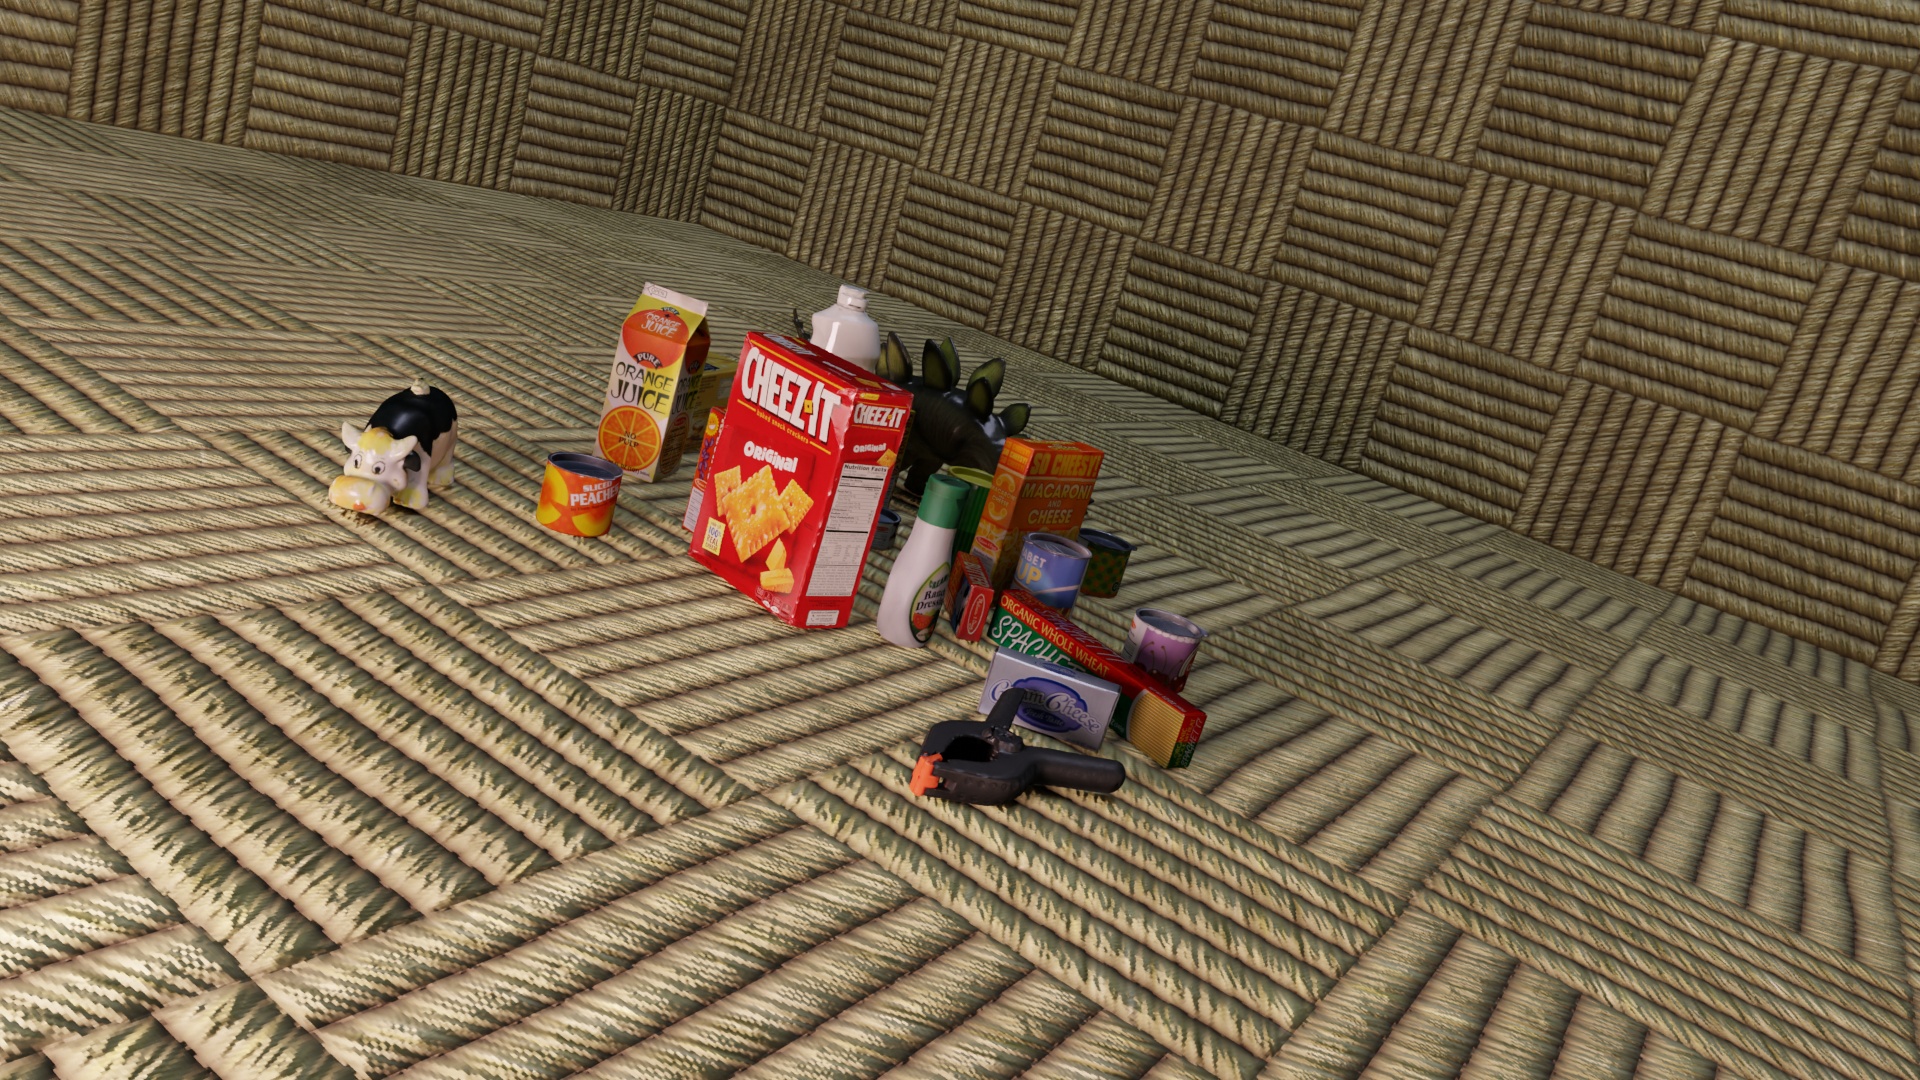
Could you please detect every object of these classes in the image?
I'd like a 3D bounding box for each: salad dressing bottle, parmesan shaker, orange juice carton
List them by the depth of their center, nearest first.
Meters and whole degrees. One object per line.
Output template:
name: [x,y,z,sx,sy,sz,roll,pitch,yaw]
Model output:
salad dressing bottle: [-0.030,0.017,1.189,0.044,0.147,0.064,25,17,28]
parmesan shaker: [0.005,-0.018,1.436,0.071,0.102,0.071,16,15,-4]
orange juice carton: [-0.316,-0.165,1.439,0.072,0.192,0.073,19,15,6]

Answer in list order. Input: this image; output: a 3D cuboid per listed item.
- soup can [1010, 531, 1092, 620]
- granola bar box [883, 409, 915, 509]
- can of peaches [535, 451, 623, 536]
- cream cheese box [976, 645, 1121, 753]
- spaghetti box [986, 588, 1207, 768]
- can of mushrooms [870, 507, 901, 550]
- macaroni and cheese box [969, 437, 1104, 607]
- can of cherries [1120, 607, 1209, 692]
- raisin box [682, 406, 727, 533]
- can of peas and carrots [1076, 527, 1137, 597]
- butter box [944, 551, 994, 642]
soup can: [0.081,0.041,1.344,0.071,0.083,0.071,16,15,-4]
granola bar box: [-0.137,-0.117,1.593,0.166,0.123,0.039,27,17,33]
can of peaches: [-0.337,-0.040,1.231,0.071,0.058,0.071,16,15,-4]
cream cheese box: [0.069,0.125,1.095,0.104,0.053,0.024,18,15,5]
spaghetti box: [0.109,0.112,1.187,0.029,0.050,0.250,5,19,-39]
can of mushrooms: [-0.098,-0.017,1.455,0.071,0.033,0.071,16,15,-4]
macaroni and cheese box: [0.071,-0.018,1.387,0.040,0.166,0.124,28,18,36]
can of cherries: [0.188,0.103,1.291,0.071,0.058,0.072,16,15,-4]
raisin box: [-0.208,-0.063,1.327,0.086,0.123,0.040,1,22,-47]
can of peas and carrots: [0.152,0.025,1.527,0.071,0.058,0.071,16,15,-4]
butter box: [0.007,0.051,1.289,0.024,0.053,0.104,14,15,-11]
